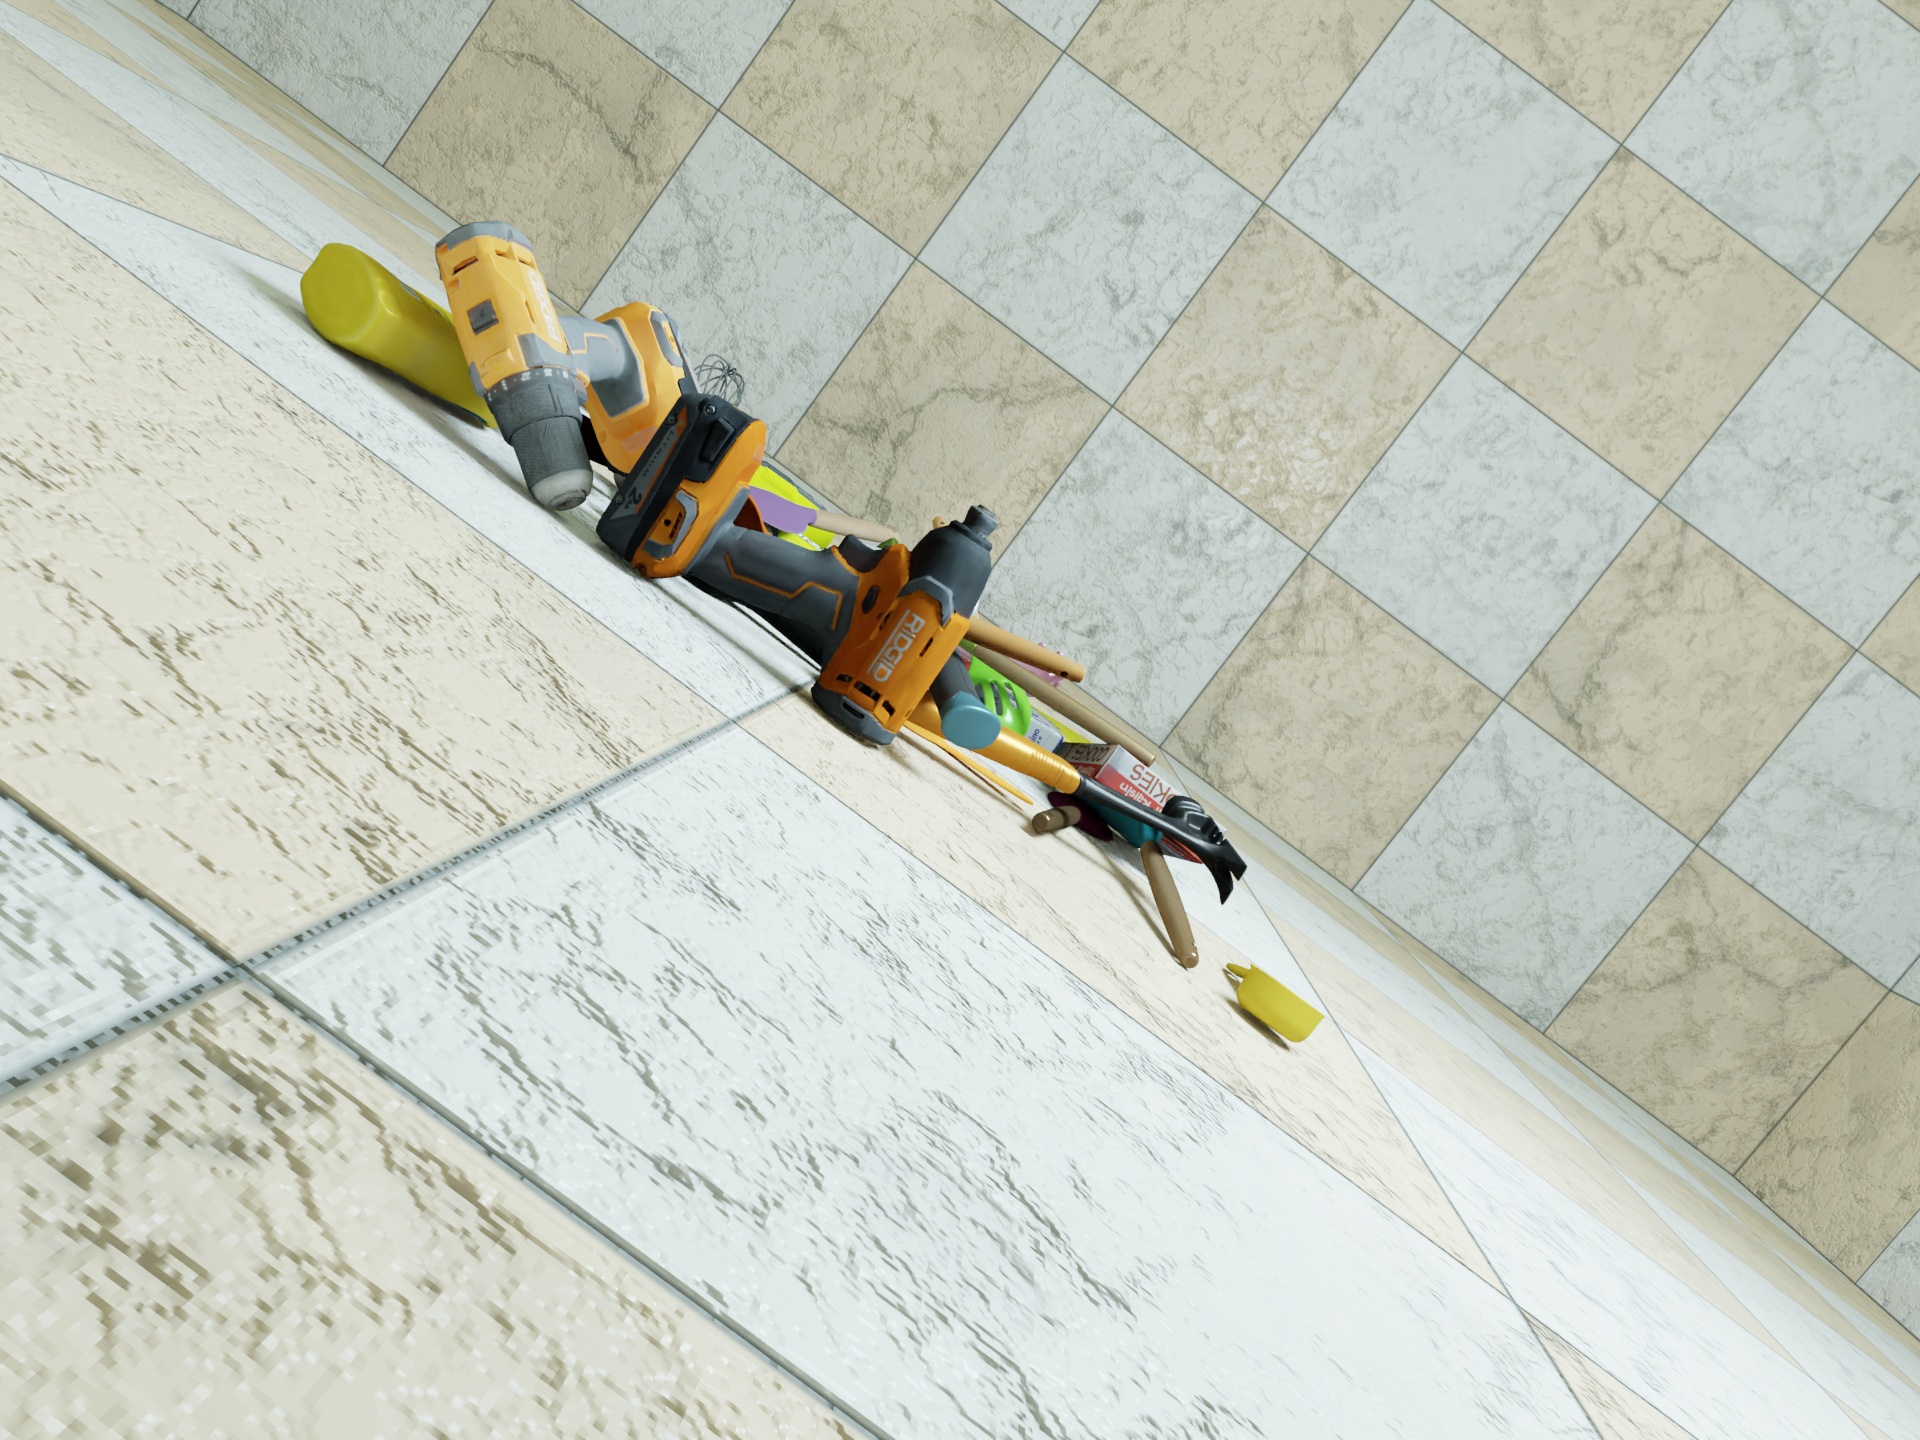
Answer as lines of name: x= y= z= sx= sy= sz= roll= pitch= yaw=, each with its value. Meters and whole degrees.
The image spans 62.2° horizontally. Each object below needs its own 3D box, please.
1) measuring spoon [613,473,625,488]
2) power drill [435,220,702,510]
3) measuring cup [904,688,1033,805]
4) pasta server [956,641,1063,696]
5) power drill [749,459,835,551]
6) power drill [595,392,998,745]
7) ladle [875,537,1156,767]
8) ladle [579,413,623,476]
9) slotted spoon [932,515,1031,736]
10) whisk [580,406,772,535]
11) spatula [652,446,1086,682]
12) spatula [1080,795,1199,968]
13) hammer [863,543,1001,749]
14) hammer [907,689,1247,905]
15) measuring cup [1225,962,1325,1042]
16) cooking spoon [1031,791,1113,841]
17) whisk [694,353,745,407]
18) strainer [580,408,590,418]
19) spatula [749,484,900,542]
measuring spoon: x=-0.261 y=-0.174 z=1.253 sx=0.034 sy=0.018 sz=0.124 roll=36 pitch=13 yaw=-23
power drill: x=-0.251 y=-0.219 z=1.077 sx=0.185 sy=0.084 sz=0.226 roll=69 pitch=16 yaw=8
measuring cup: x=-0.002 y=-0.004 z=1.217 sx=0.174 sy=0.052 sz=0.095 roll=36 pitch=6 yaw=9
pasta server: x=-0.044 y=-0.102 z=1.511 sx=0.316 sy=0.040 sz=0.060 roll=28 pitch=44 yaw=7
power drill: x=-0.155 y=-0.153 z=1.399 sx=0.171 sy=0.080 sz=0.223 roll=34 pitch=10 yaw=-27
power drill: x=-0.095 y=-0.111 z=1.008 sx=0.226 sy=0.164 sz=0.084 roll=35 pitch=6 yaw=-1
ladle: x=0.043 y=-0.059 z=1.390 sx=0.320 sy=0.062 sz=0.078 roll=34 pitch=-8 yaw=19
ladle: x=-0.200 y=-0.143 z=1.233 sx=0.315 sy=0.031 sz=0.069 roll=39 pitch=13 yaw=-20
slotted spoon: x=0.007 y=-0.094 z=1.482 sx=0.070 sy=0.031 sz=0.314 roll=-1 pitch=43 yaw=-15
whisk: x=-0.246 y=-0.211 z=1.264 sx=0.246 sy=0.059 sz=0.058 roll=37 pitch=43 yaw=10
spatula: x=-0.059 y=-0.098 z=1.095 sx=0.322 sy=0.081 sz=0.041 roll=22 pitch=42 yaw=-11
spatula: x=0.141 y=0.117 z=1.206 sx=0.082 sy=0.044 sz=0.318 roll=44 pitch=12 yaw=-14
hammer: x=-0.020 y=-0.058 z=1.166 sx=0.128 sy=0.033 sz=0.331 roll=25 pitch=16 yaw=-19
hammer: x=0.056 y=0.034 z=1.153 sx=0.336 sy=0.034 sz=0.127 roll=26 pitch=15 yaw=-19
measuring cup: x=0.204 y=0.191 z=1.100 sx=0.062 sy=0.029 sz=0.156 roll=36 pitch=-6 yaw=-4
cooking spoon: x=0.087 y=0.077 z=1.275 sx=0.069 sy=0.017 sz=0.319 roll=38 pitch=5 yaw=10
whisk: x=-0.246 y=-0.271 z=1.476 sx=0.055 sy=0.055 sz=0.239 roll=35 pitch=37 yaw=-20
strainer: x=-0.290 y=-0.241 z=1.457 sx=0.087 sy=0.050 sz=0.258 roll=24 pitch=-6 yaw=36
spatula: x=-0.116 y=-0.169 z=1.355 sx=0.060 sy=0.018 sz=0.316 roll=46 pitch=15 yaw=13
